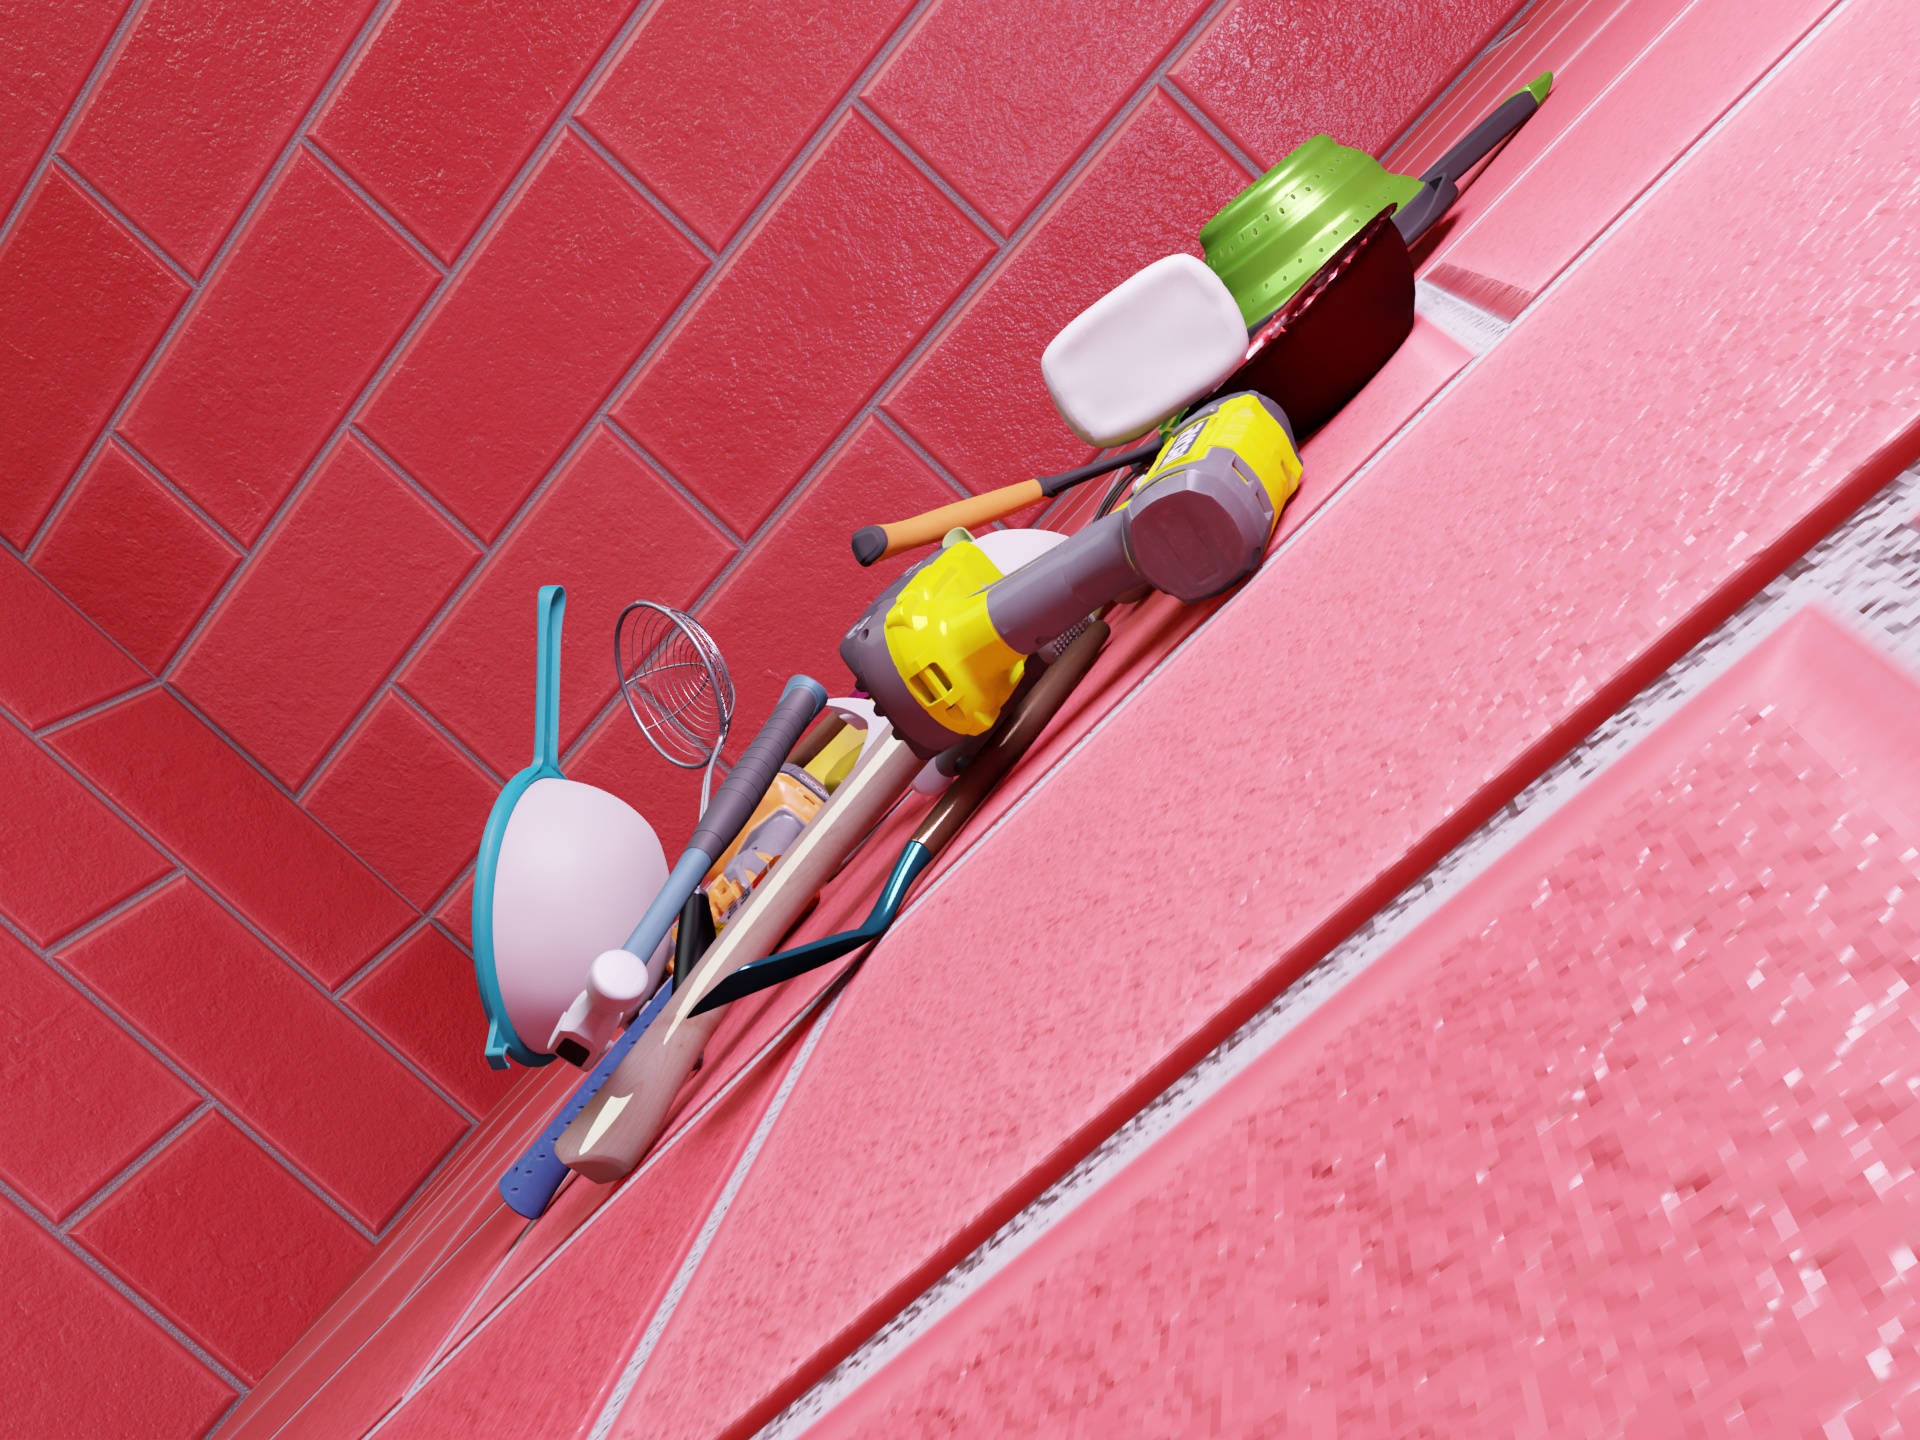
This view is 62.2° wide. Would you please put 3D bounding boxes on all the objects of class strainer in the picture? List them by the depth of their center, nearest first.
[{"bbox_3d":[0.011,-0.102,1.092,0.151,0.069,0.257,-42,27,6],"label":"strainer"},{"bbox_3d":[-0.257,0.073,1.126,0.211,0.095,0.340,27,-118,-81],"label":"strainer"}]

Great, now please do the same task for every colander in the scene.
[{"bbox_3d":[0.292,-0.392,1.147,0.397,0.094,0.204,-43,10,-22],"label":"colander"}]

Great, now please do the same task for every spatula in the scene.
[{"bbox_3d":[-0.014,0.040,0.800,0.317,0.044,0.082,-49,1,-34],"label":"spatula"}]

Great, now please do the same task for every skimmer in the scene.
[{"bbox_3d":[-0.202,0.068,1.058,0.364,0.090,0.127,-94,20,-44],"label":"skimmer"}]

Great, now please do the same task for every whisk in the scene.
[{"bbox_3d":[0.063,-0.060,0.966,0.239,0.055,0.055,-51,4,4],"label":"whisk"}]

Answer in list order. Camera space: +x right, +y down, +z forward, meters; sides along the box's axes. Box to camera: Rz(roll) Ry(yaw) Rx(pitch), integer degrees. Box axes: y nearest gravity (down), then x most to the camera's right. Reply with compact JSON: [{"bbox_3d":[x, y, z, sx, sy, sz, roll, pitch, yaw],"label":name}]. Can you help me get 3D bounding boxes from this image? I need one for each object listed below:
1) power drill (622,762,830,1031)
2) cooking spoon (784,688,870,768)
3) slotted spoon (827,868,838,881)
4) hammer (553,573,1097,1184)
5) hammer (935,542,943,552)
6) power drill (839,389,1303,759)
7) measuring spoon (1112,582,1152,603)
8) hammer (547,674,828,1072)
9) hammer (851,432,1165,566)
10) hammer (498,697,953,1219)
[{"bbox_3d":[-0.185,0.147,1.277,0.185,0.084,0.226,-47,9,22],"label":"power drill"},{"bbox_3d":[-0.096,-0.004,1.293,0.319,0.017,0.069,-41,20,55],"label":"cooking spoon"},{"bbox_3d":[-0.002,-0.004,1.174,0.314,0.031,0.070,-46,10,-2],"label":"slotted spoon"},{"bbox_3d":[-0.091,0.078,0.905,0.411,0.038,0.146,-52,39,-12],"label":"hammer"},{"bbox_3d":[0.013,-0.090,1.232,0.146,0.035,0.335,-41,19,11],"label":"hammer"},{"bbox_3d":[0.061,-0.079,0.782,0.223,0.080,0.171,-29,15,31],"label":"power drill"},{"bbox_3d":[0.133,-0.104,0.896,0.124,0.018,0.034,-38,7,20],"label":"measuring spoon"},{"bbox_3d":[-0.153,0.076,0.955,0.128,0.033,0.331,-53,6,41],"label":"hammer"},{"bbox_3d":[0.054,-0.201,1.431,0.337,0.034,0.127,-21,-6,-21],"label":"hammer"},{"bbox_3d":[-0.163,0.153,1.043,0.405,0.035,0.144,-51,32,0],"label":"hammer"}]
